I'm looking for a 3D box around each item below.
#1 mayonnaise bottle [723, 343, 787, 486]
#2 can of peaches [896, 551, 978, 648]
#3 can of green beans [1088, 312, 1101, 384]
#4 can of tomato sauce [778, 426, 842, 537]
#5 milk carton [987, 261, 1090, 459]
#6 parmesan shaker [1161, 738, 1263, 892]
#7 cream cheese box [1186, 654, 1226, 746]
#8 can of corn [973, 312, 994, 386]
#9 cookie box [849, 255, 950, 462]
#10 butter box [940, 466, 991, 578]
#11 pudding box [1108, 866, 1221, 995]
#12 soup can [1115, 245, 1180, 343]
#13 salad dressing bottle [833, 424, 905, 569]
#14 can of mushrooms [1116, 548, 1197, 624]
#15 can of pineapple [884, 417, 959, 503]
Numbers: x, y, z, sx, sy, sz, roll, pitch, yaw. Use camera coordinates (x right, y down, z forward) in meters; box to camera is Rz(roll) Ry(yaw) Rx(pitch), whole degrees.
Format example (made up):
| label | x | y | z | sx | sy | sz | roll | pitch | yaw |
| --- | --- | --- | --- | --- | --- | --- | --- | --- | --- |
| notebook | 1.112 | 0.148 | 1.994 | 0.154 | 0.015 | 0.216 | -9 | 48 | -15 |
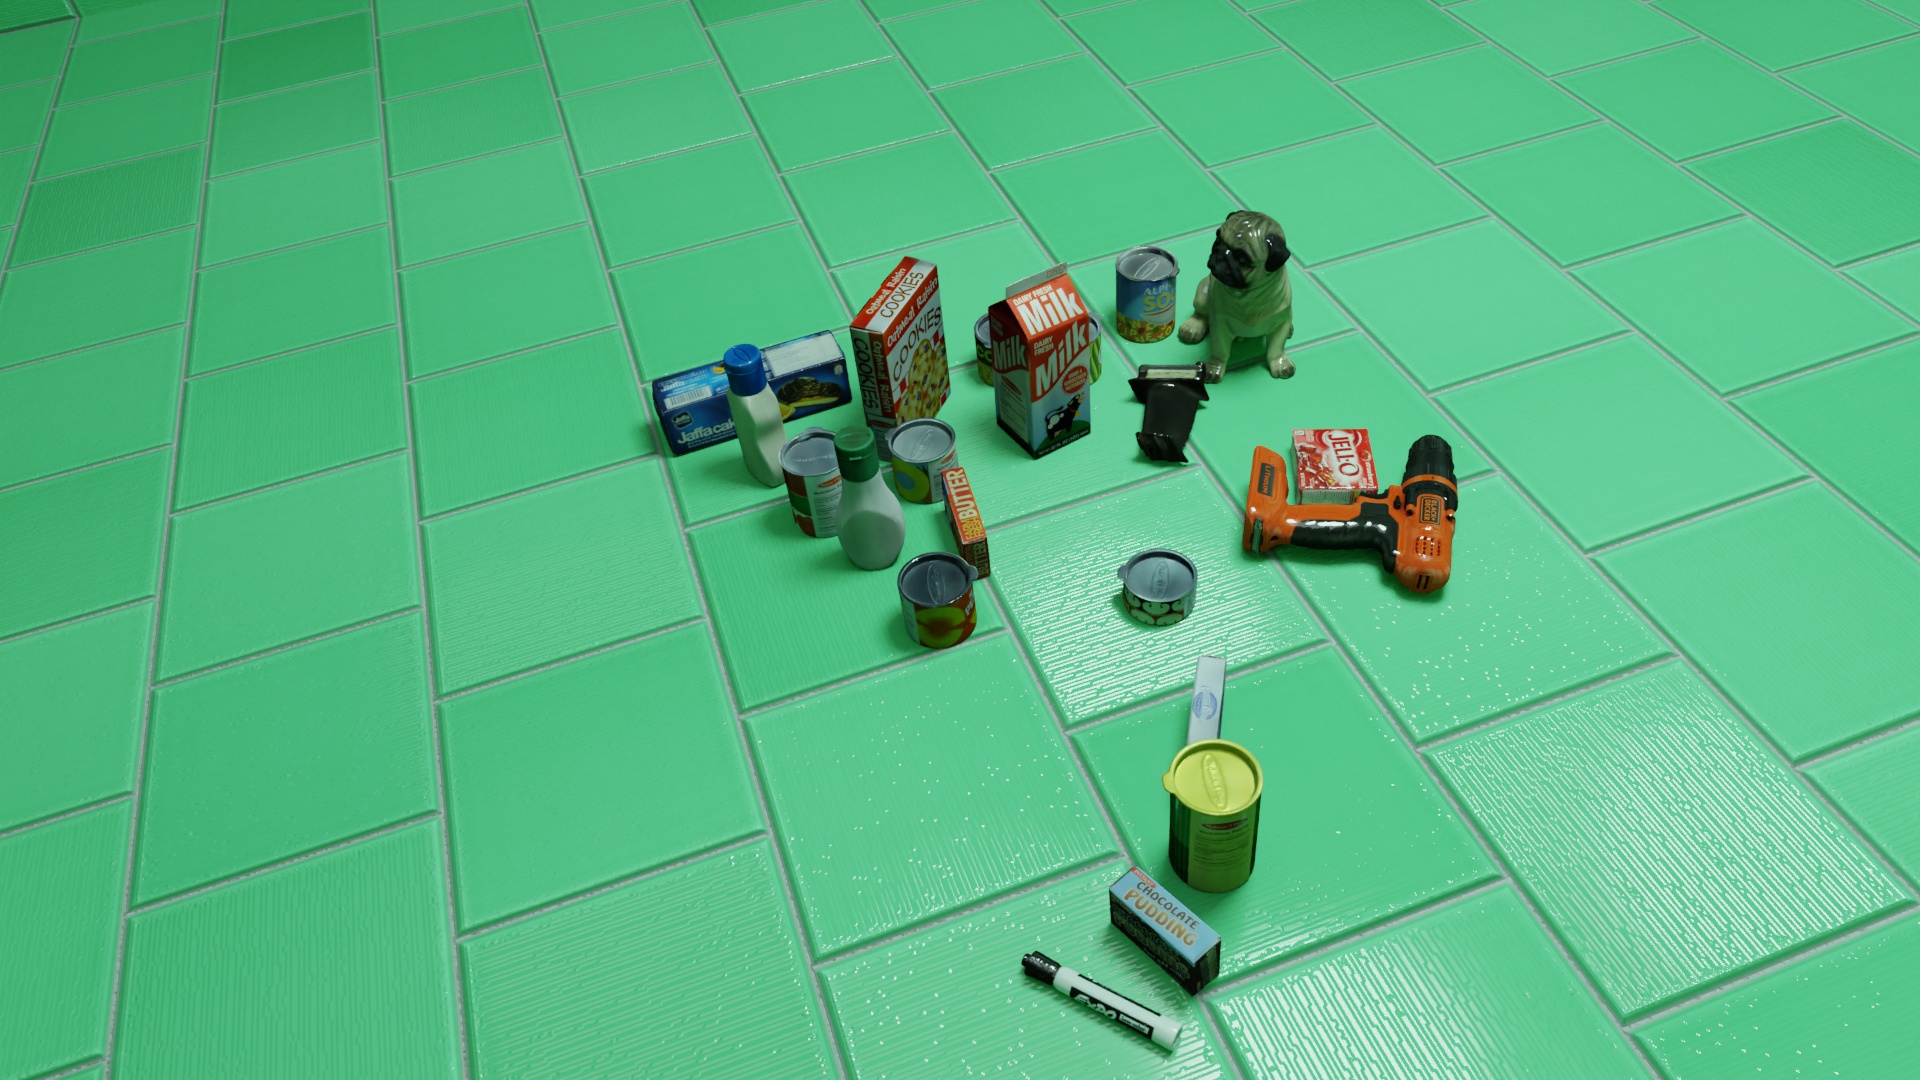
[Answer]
| label | x | y | z | sx | sy | sz | roll | pitch | yaw |
| --- | --- | --- | --- | --- | --- | --- | --- | --- | --- |
| mayonnaise bottle | -0.200 | -0.124 | 1.366 | 0.041 | 0.147 | 0.065 | -32 | 50 | -23 |
| can of peaches | -0.018 | 0.053 | 1.228 | 0.071 | 0.057 | 0.071 | -3 | 44 | 4 |
| can of green beans | 0.117 | -0.202 | 1.470 | 0.071 | 0.057 | 0.071 | -3 | 44 | 4 |
| can of tomato sauce | -0.135 | -0.055 | 1.334 | 0.071 | 0.082 | 0.071 | -4 | 44 | 4 |
| milk carton | 0.078 | -0.182 | 1.360 | 0.072 | 0.189 | 0.073 | -27 | 48 | -19 |
| parmesan shaker | 0.183 | 0.203 | 1.018 | 0.071 | 0.102 | 0.072 | -4 | 44 | 4 |
| cream cheese box | 0.196 | 0.147 | 1.109 | 0.024 | 0.053 | 0.104 | 5 | 46 | 12 |
| can of corn | 0.048 | -0.203 | 1.480 | 0.071 | 0.058 | 0.071 | -3 | 44 | 4 |
| cookie box | -0.058 | -0.180 | 1.392 | 0.040 | 0.166 | 0.123 | 14 | 48 | 20 |
| butter box | 0.005 | -0.016 | 1.299 | 0.024 | 0.052 | 0.104 | -12 | 45 | -5 |
| pudding box | 0.145 | 0.276 | 0.987 | 0.030 | 0.049 | 0.084 | -34 | 50 | -25 |
| soup can | 0.203 | -0.265 | 1.506 | 0.071 | 0.083 | 0.072 | -4 | 44 | 4 |
| salad dressing bottle | -0.086 | -0.039 | 1.265 | 0.064 | 0.146 | 0.044 | -6 | 44 | 1 |
| can of mushrooms | 0.175 | 0.041 | 1.234 | 0.071 | 0.033 | 0.071 | -3 | 44 | 3 |
| can of pineapple | -0.036 | -0.079 | 1.364 | 0.071 | 0.057 | 0.071 | -3 | 44 | 4 |
